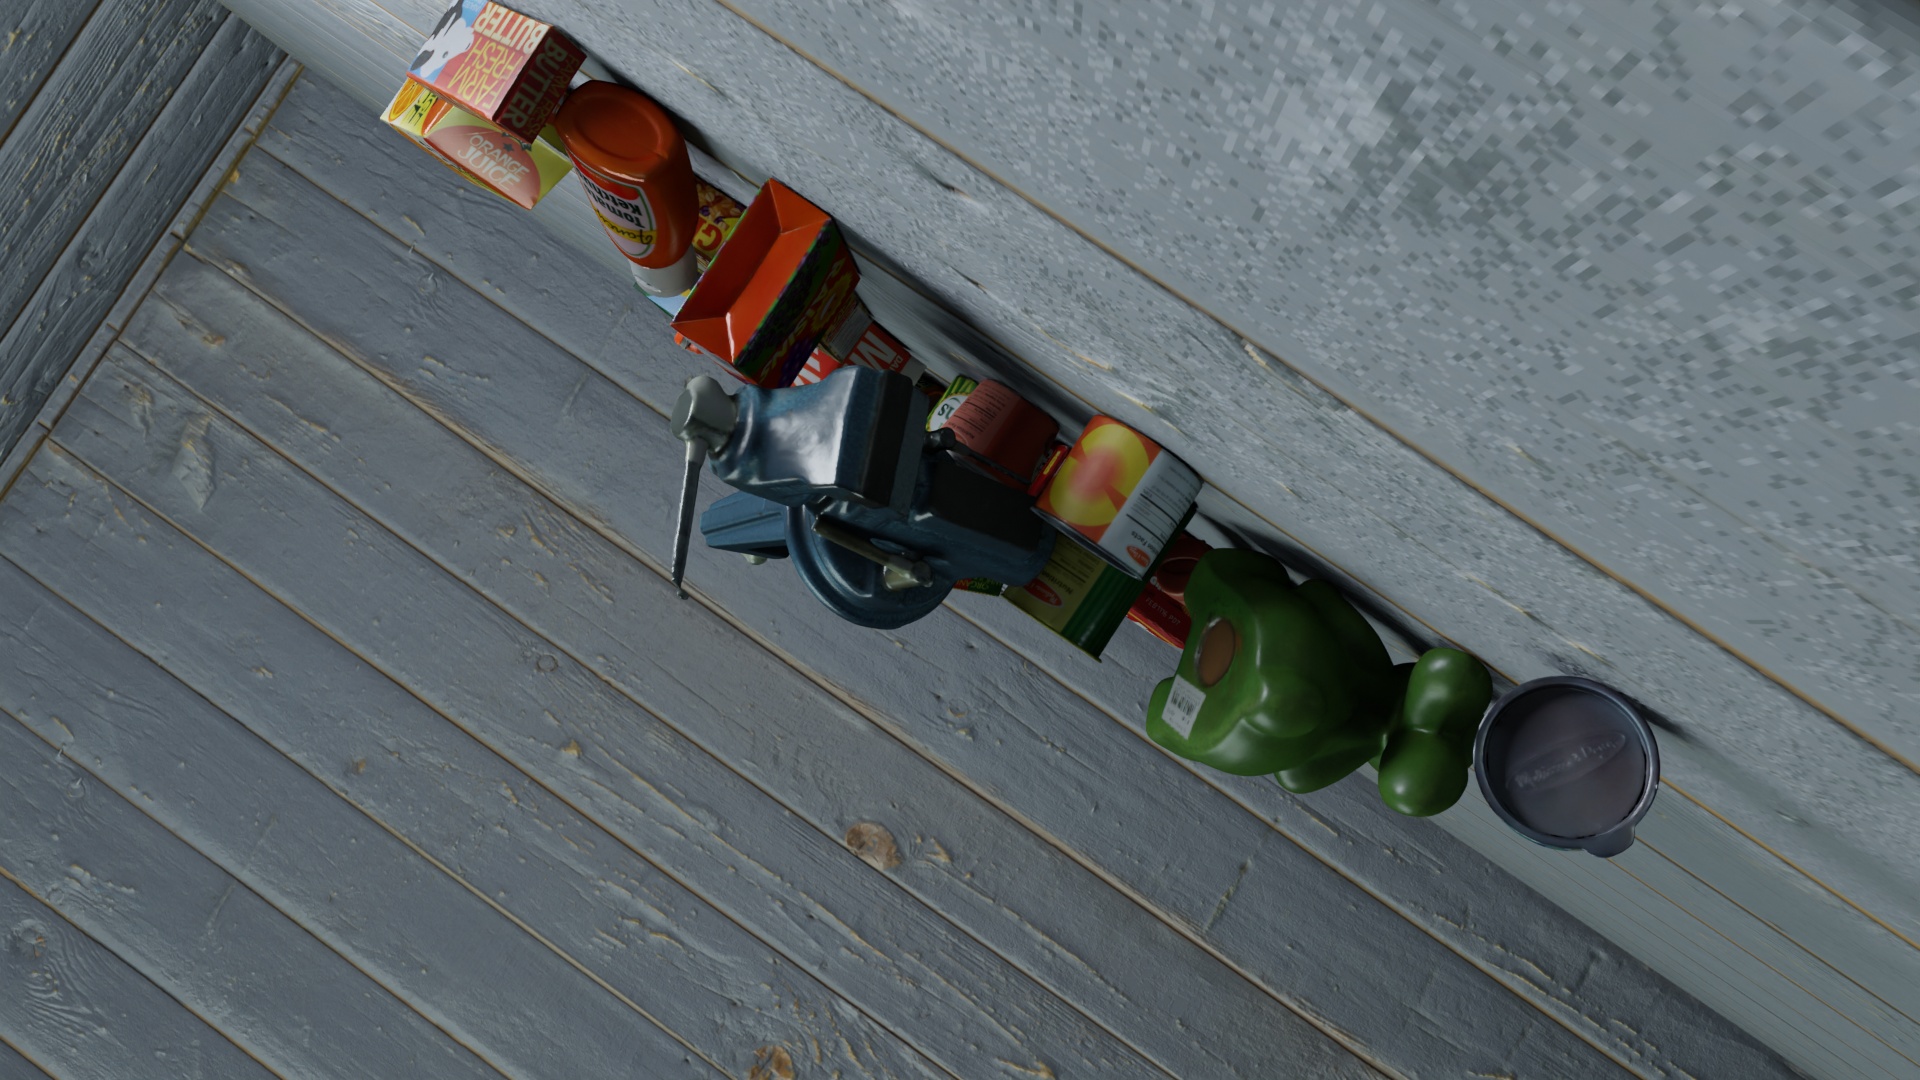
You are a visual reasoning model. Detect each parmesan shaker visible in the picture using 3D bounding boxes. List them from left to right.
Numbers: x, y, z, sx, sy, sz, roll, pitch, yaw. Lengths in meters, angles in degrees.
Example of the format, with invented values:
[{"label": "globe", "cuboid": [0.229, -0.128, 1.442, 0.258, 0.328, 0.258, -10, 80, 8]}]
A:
[{"label": "parmesan shaker", "cuboid": [0.080, 0.009, 0.781, 0.071, 0.103, 0.071, 34, 179, 1]}]

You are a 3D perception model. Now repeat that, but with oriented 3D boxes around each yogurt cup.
[{"label": "yogurt cup", "cuboid": [0.022, -0.060, 0.826, 0.072, 0.054, 0.072, 34, 179, 1]}]

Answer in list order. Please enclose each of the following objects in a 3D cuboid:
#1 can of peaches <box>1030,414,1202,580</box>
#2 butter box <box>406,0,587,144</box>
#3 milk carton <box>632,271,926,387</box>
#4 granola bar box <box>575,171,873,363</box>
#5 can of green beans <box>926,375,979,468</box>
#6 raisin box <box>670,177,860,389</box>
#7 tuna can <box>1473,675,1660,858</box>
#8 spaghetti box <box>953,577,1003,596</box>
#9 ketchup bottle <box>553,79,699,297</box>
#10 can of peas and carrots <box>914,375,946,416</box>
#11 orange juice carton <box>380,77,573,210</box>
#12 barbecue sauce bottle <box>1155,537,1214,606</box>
[{"label": "can of peaches", "cuboid": [0.077, -0.023, 0.694, 0.071, 0.058, 0.071, 34, 180, 0]}, {"label": "butter box", "cuboid": [-0.225, -0.230, 0.670, 0.104, 0.053, 0.024, 33, 180, 39]}, {"label": "milk carton", "cuboid": [-0.119, -0.142, 0.948, 0.191, 0.072, 0.073, 34, 178, 8]}, {"label": "granola bar box", "cuboid": [-0.141, -0.178, 0.853, 0.166, 0.039, 0.124, 34, 179, 9]}, {"label": "can of green beans", "cuboid": [0.009, -0.065, 0.895, 0.071, 0.058, 0.071, 34, 179, 1]}, {"label": "raisin box", "cuboid": [-0.095, -0.122, 0.704, 0.040, 0.086, 0.123, 32, 179, 4]}, {"label": "tuna can", "cuboid": [0.238, 0.090, 0.544, 0.071, 0.071, 0.033, 33, 180, 28]}, {"label": "spaghetti box", "cuboid": [-0.033, -0.024, 0.992, 0.050, 0.028, 0.251, 12, -164, -25]}, {"label": "ketchup bottle", "cuboid": [-0.163, -0.174, 0.717, 0.065, 0.043, 0.148, 33, 166, 6]}, {"label": "can of peas and carrots", "cuboid": [-0.048, -0.097, 1.032, 0.059, 0.071, 0.071, 33, 178, 27]}, {"label": "orange juice carton", "cuboid": [-0.281, -0.253, 0.831, 0.071, 0.073, 0.193, 35, 178, -36]}, {"label": "barbecue sauce bottle", "cuboid": [0.171, 0.041, 0.837, 0.065, 0.044, 0.148, -1, 157, 41]}]
